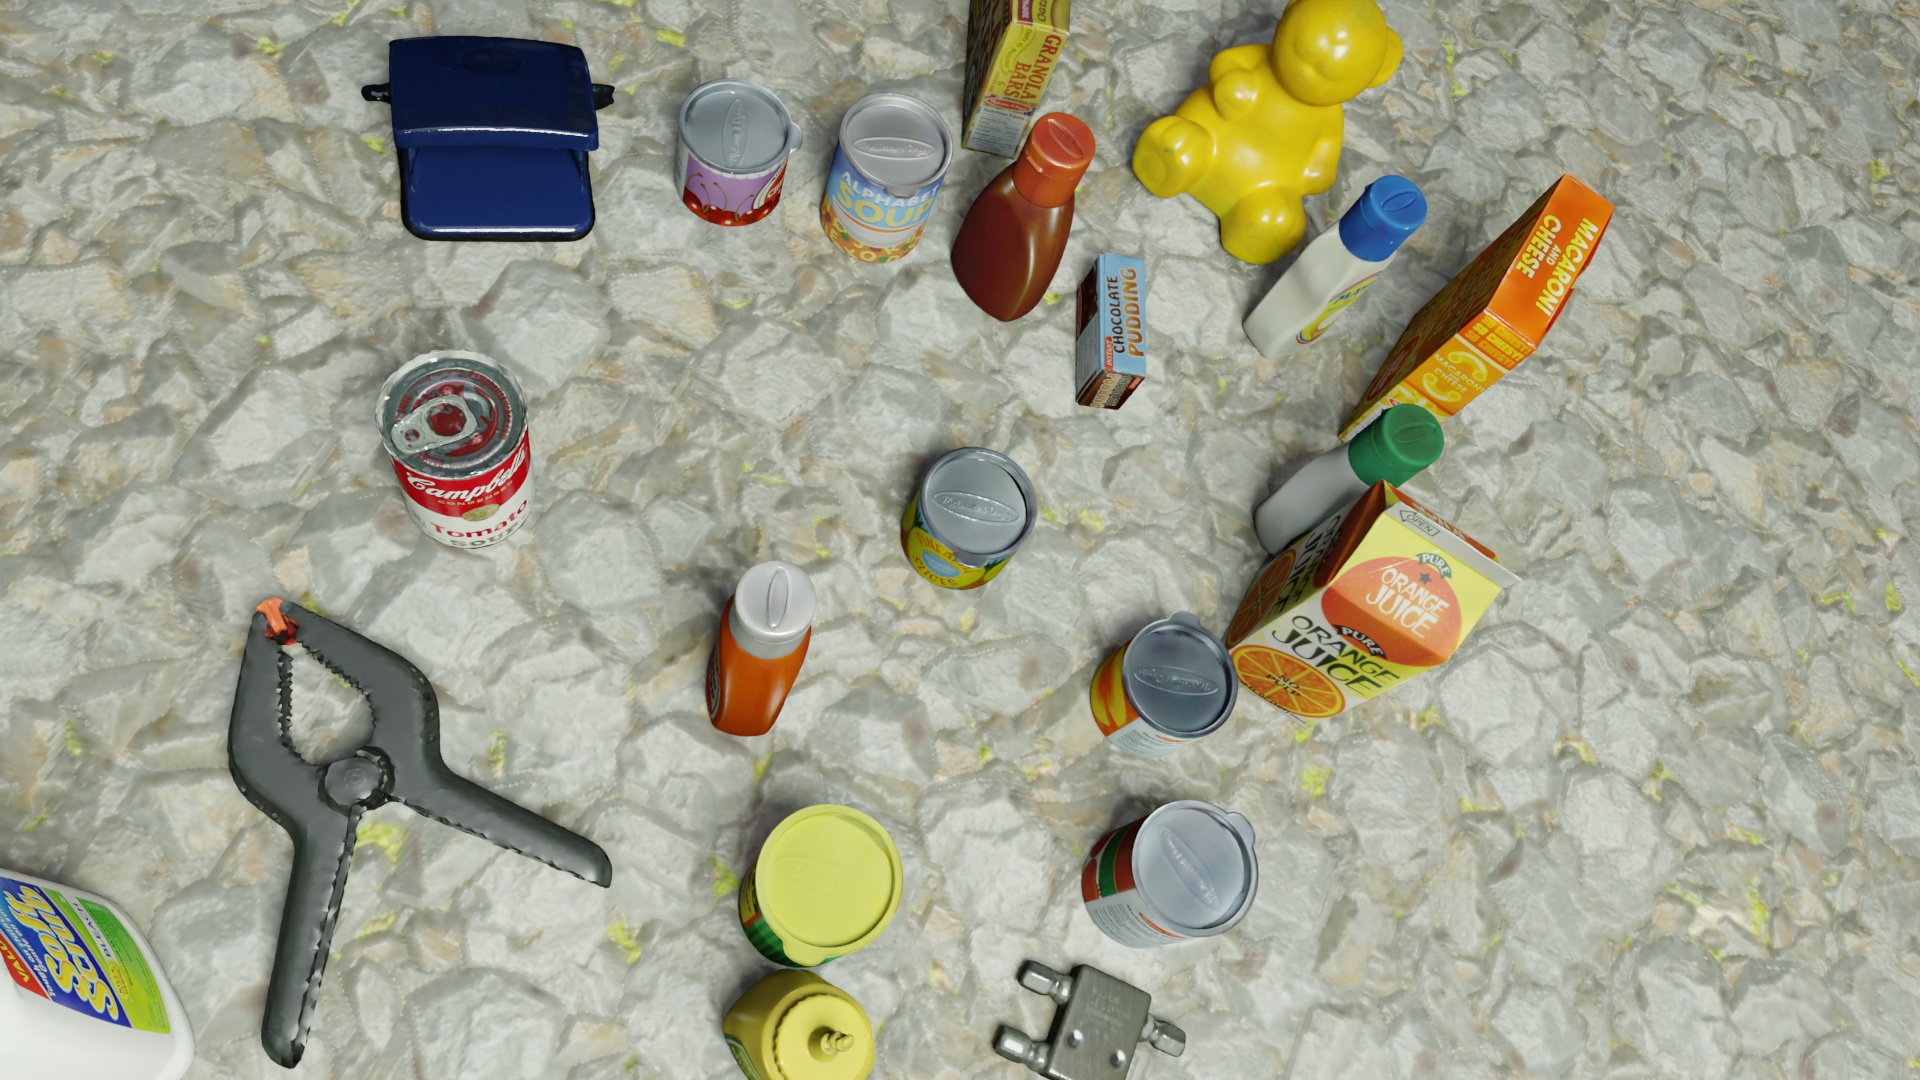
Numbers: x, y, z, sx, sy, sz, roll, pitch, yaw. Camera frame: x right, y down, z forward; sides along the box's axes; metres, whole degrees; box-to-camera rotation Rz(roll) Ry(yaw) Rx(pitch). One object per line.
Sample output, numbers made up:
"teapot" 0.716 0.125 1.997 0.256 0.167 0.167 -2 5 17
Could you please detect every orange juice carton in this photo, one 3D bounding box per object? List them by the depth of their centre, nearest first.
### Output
"orange juice carton" 0.213 0.033 0.739 0.072 0.192 0.073 33 65 0

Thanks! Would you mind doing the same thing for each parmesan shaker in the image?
"parmesan shaker" -0.071 0.170 0.661 0.071 0.102 0.071 5 68 -13

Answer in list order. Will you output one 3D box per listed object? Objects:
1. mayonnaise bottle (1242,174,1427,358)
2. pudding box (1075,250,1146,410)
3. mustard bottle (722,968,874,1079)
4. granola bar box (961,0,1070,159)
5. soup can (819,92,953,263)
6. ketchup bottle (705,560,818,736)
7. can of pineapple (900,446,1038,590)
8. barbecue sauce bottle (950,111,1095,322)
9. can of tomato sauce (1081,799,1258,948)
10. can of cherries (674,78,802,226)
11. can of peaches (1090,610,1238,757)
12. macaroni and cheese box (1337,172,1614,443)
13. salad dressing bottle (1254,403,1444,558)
"mayonnaise bottle" 0.229 -0.165 0.845 0.065 0.147 0.041 -27 79 -22
"pudding box" 0.091 -0.128 0.849 0.030 0.049 0.084 7 68 -12
"mustard bottle" -0.068 0.221 0.610 0.049 0.159 0.065 -37 82 -24
"granola bar box" 0.035 -0.348 0.879 0.039 0.123 0.166 8 68 -12
"soup can" -0.046 -0.211 0.827 0.071 0.083 0.071 5 68 -13
"ketchup bottle" -0.097 0.050 0.675 0.043 0.148 0.065 8 68 -11
"can of pineapple" 0.003 -0.010 0.775 0.071 0.057 0.071 5 68 -13
"barbecue sauce bottle" 0.037 -0.187 0.803 0.044 0.148 0.065 -35 81 -23
"can of tomato sauce" 0.107 0.172 0.717 0.071 0.082 0.071 5 68 -13
"can of cherries" -0.133 -0.228 0.824 0.071 0.058 0.072 5 68 -13
"can of peaches" 0.112 0.081 0.768 0.071 0.058 0.071 5 68 -13
"macaroni and cheese box" 0.309 -0.128 0.841 0.040 0.165 0.124 37 65 1
"salad dressing bottle" 0.219 -0.031 0.790 0.064 0.147 0.044 -15 74 -19
